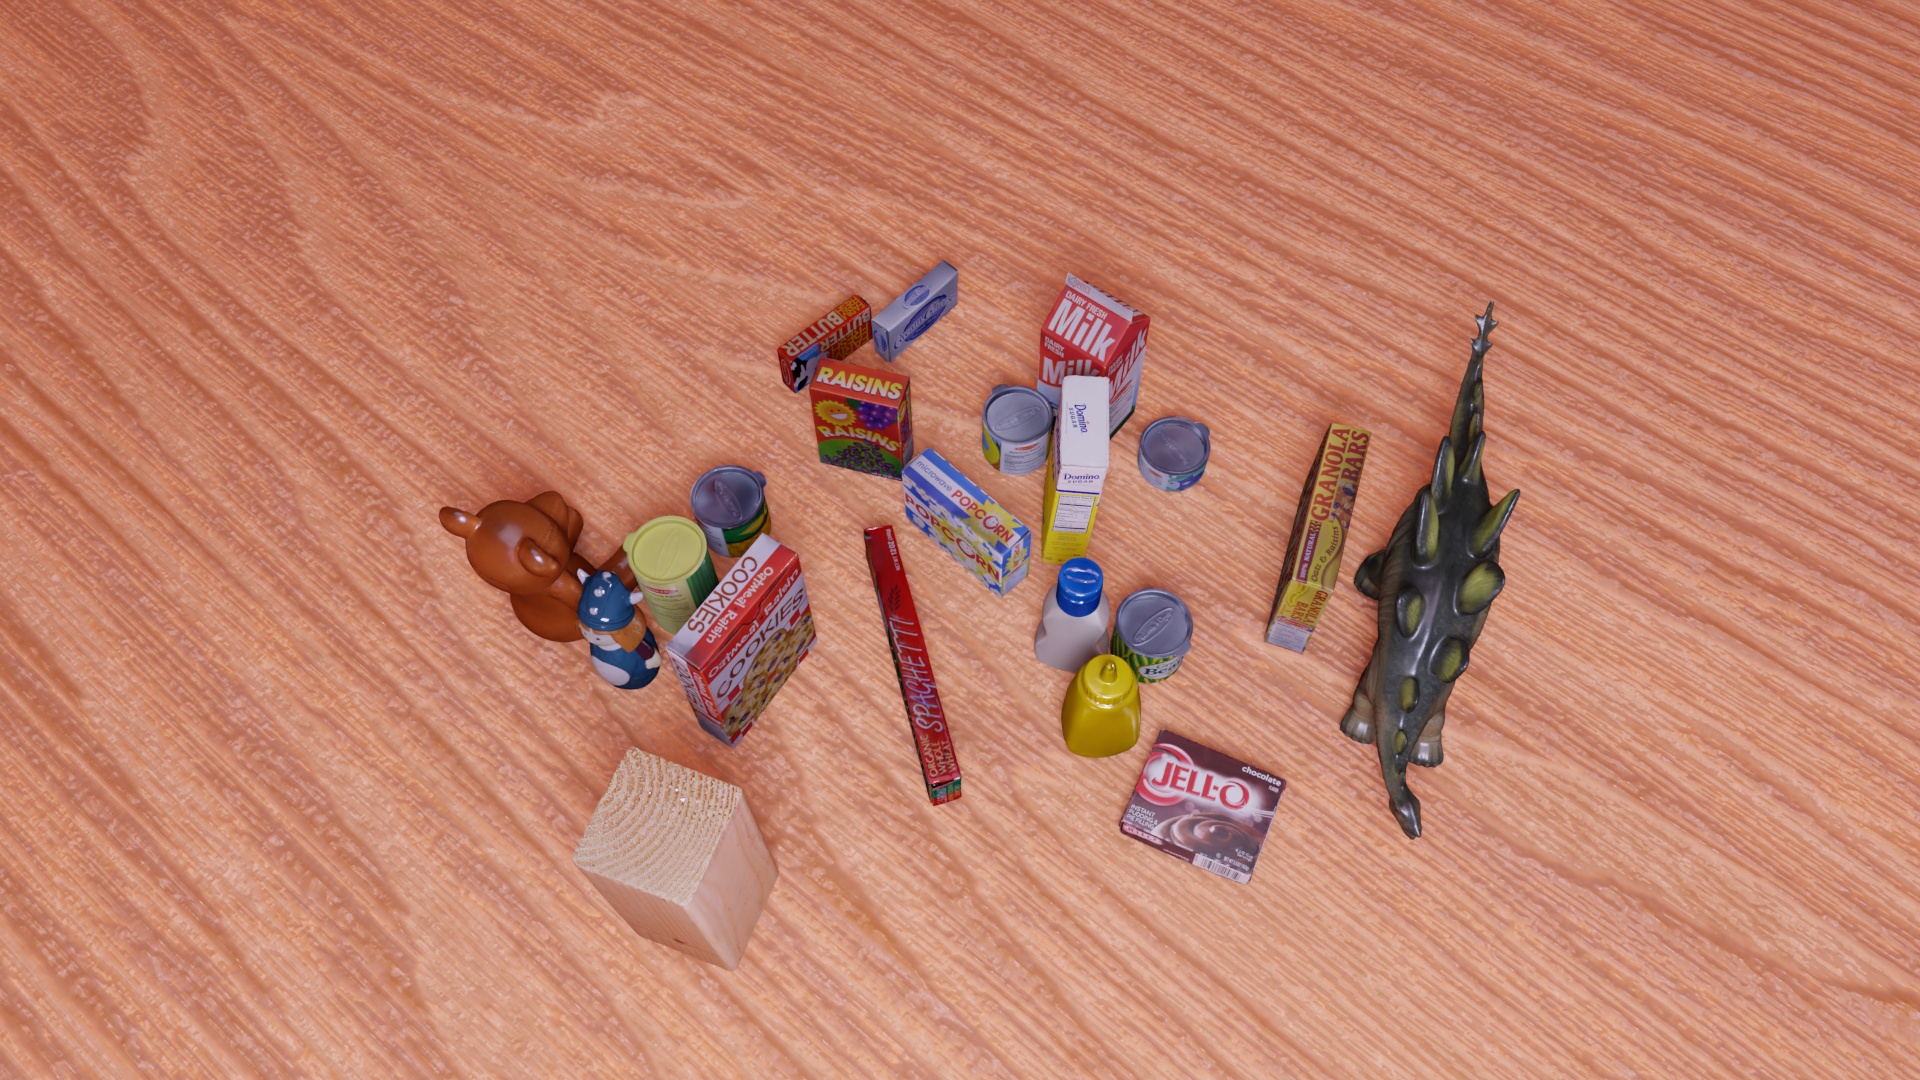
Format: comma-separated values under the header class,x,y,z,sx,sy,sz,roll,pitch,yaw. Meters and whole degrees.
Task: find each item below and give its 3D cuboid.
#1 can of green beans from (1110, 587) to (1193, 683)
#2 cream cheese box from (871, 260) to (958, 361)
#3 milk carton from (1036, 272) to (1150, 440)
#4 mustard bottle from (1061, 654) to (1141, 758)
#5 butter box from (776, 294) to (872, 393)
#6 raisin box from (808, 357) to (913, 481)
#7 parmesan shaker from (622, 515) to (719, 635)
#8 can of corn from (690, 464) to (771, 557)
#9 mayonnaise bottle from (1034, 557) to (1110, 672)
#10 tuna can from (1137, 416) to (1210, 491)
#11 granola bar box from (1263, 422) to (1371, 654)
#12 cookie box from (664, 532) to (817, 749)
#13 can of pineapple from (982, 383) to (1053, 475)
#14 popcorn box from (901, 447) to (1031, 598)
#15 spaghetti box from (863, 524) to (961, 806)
class,x,y,z,sx,sy,sz,roll,pitch,yaw
can of green beans,0.165,0.083,1.203,0.071,0.057,0.071,0,61,0
cream cheese box,-0.044,-0.228,1.382,0.024,0.053,0.104,39,67,19
milk carton,0.120,-0.165,1.268,0.072,0.189,0.074,34,66,18
mustard bottle,0.116,0.128,1.119,0.065,0.159,0.049,-4,61,-2
butter box,-0.132,-0.193,1.363,0.104,0.053,0.024,-39,68,-19
raisin box,-0.089,-0.110,1.276,0.086,0.122,0.040,14,62,8
parmesan shaker,-0.248,0.031,1.207,0.071,0.102,0.071,0,61,0
can of corn,-0.206,-0.027,1.266,0.071,0.058,0.071,0,61,0
mayonnaise bottle,0.096,0.064,1.163,0.065,0.147,0.041,10,61,6
tuna can,0.203,-0.083,1.311,0.071,0.032,0.071,0,61,0
granola bar box,0.310,-0.002,1.213,0.039,0.123,0.166,17,62,9
cookie box,-0.174,0.086,1.139,0.040,0.166,0.123,30,65,16
can of pineapple,0.053,-0.105,1.310,0.071,0.057,0.071,0,61,0
popcorn box,0.004,-0.016,1.244,0.127,0.084,0.038,40,68,20
spaghetti box,-0.043,0.104,1.196,0.029,0.050,0.251,-13,61,-7
